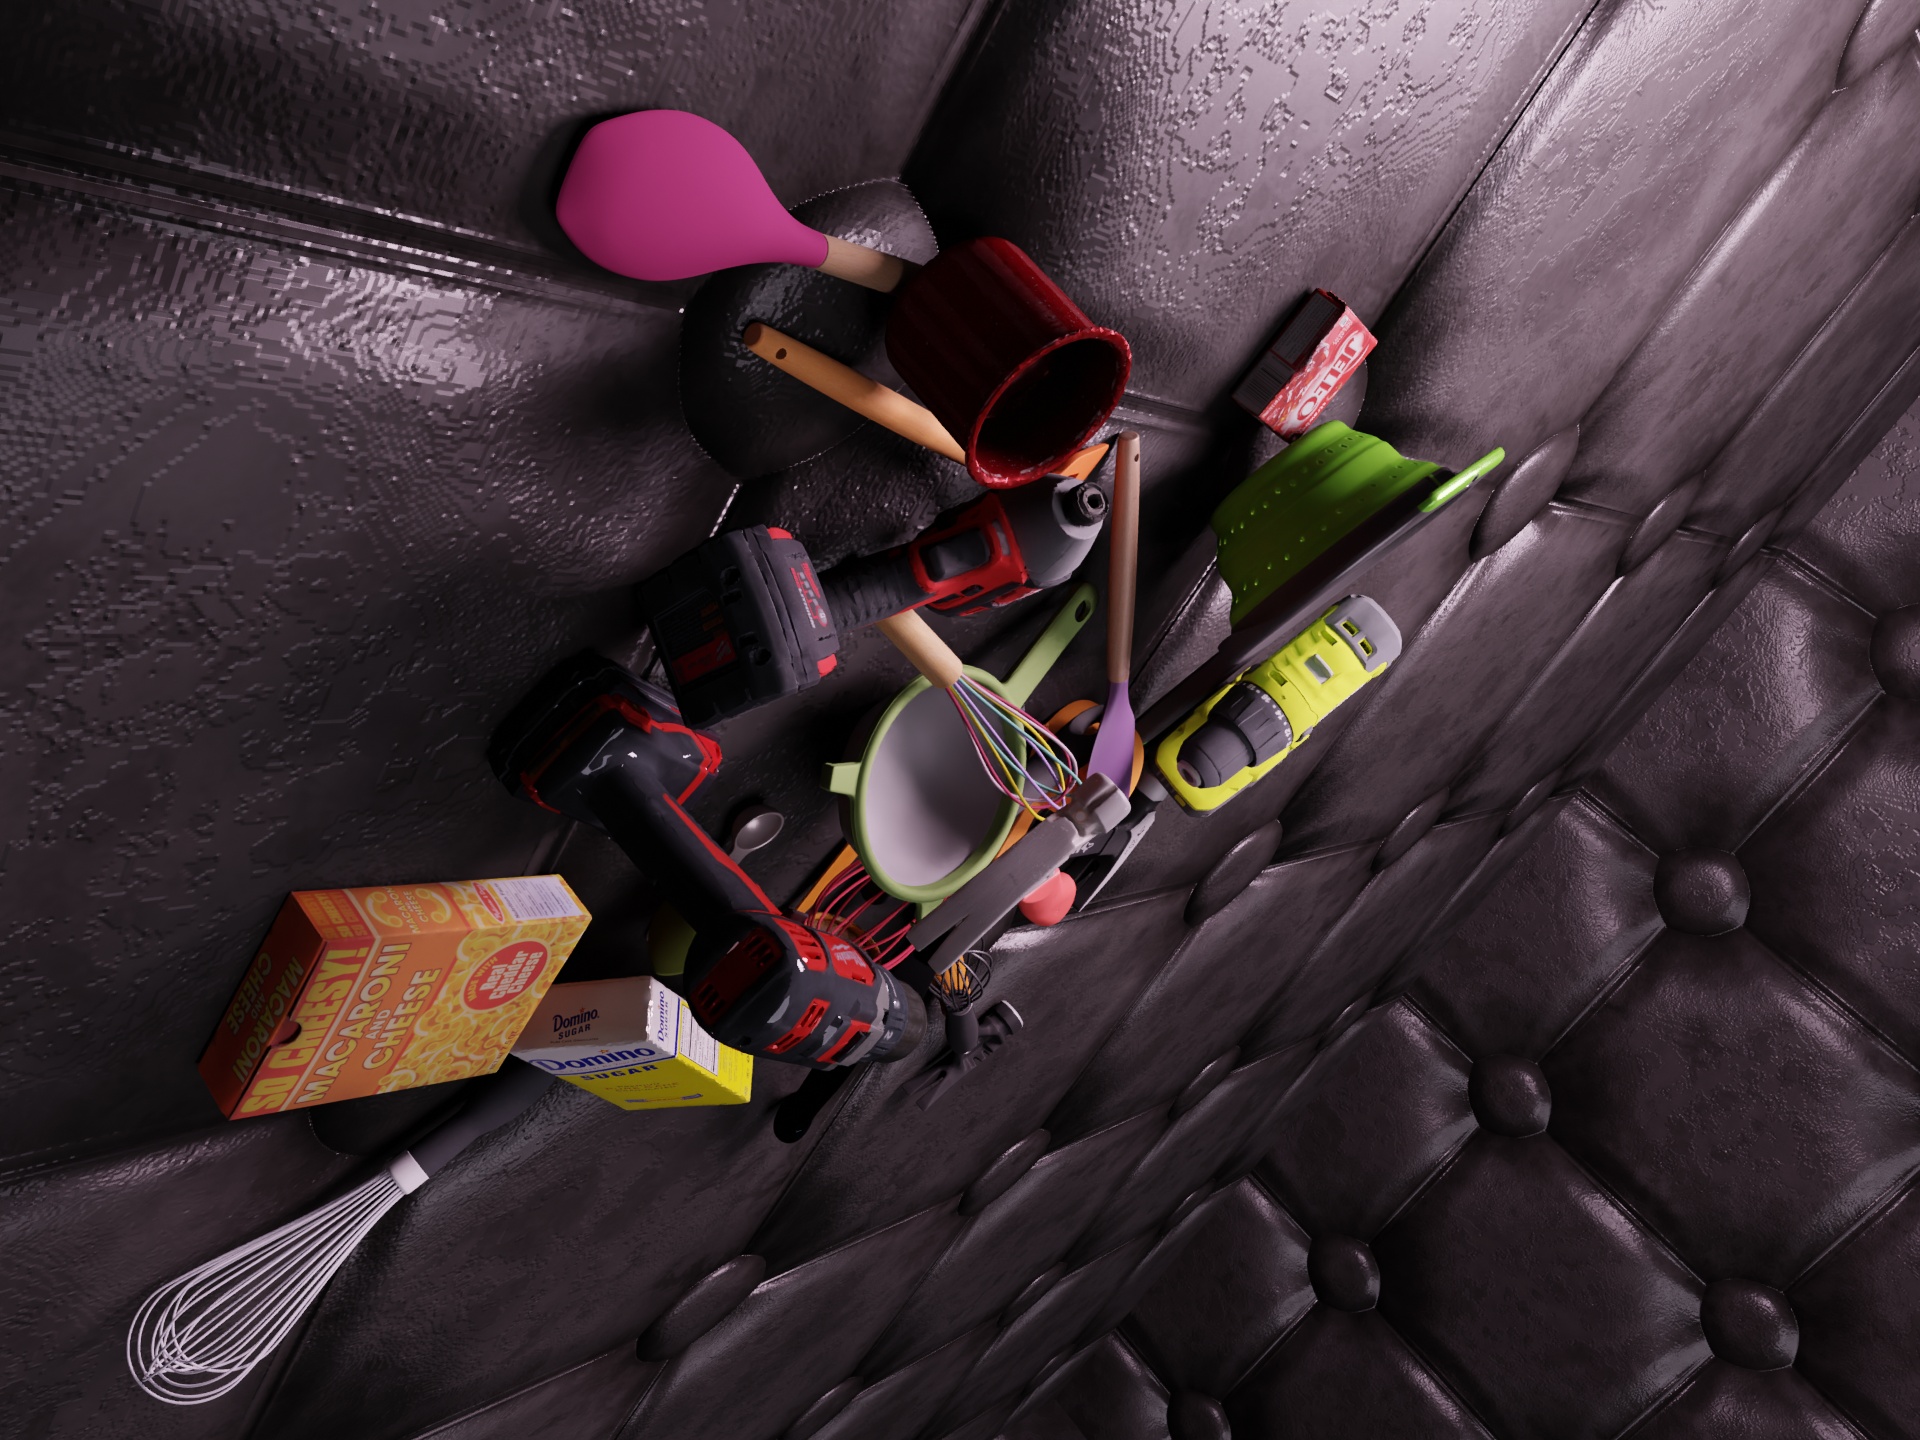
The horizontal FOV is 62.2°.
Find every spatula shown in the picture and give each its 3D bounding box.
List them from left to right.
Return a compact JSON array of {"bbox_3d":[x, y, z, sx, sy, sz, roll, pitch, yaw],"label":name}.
[{"bbox_3d":[-0.009,-0.150,0.839,0.081,0.041,0.322,-51,148,15],"label":"spatula"},{"bbox_3d":[0.105,-0.049,1.063,0.060,0.018,0.315,-37,140,-37],"label":"spatula"}]

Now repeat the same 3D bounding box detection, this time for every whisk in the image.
[{"bbox_3d":[-0.358,0.289,0.946,0.284,0.070,0.070,-38,153,-23],"label":"whisk"},{"bbox_3d":[0.000,0.226,1.286,0.055,0.055,0.238,-36,156,-17],"label":"whisk"},{"bbox_3d":[0.004,-0.012,0.944,0.047,0.051,0.244,-55,132,-13],"label":"whisk"},{"bbox_3d":[0.007,0.077,1.083,0.296,0.073,0.073,-39,153,-26],"label":"whisk"}]

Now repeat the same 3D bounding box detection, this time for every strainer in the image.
[{"bbox_3d":[-0.002,-0.003,1.023,0.256,0.069,0.151,-51,133,-26],"label":"strainer"}]

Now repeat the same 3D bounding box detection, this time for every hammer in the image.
[{"bbox_3d":[-0.079,0.241,1.206,0.330,0.033,0.128,-57,-177,47],"label":"hammer"},{"bbox_3d":[-0.013,0.237,1.366,0.127,0.034,0.336,-38,152,-15],"label":"hammer"},{"bbox_3d":[0.041,0.108,1.258,0.334,0.035,0.146,-6,133,-51],"label":"hammer"},{"bbox_3d":[0.045,0.119,1.079,0.149,0.037,0.359,-40,169,-4],"label":"hammer"}]

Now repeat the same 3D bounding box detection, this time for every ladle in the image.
[{"bbox_3d":[-0.158,0.190,1.062,0.078,0.062,0.320,-28,154,-18],"label":"ladle"}]

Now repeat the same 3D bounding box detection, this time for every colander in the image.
[{"bbox_3d":[0.198,-0.096,1.129,0.204,0.094,0.397,-32,172,-40],"label":"colander"}]

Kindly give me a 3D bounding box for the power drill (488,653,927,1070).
[{"bbox_3d":[-0.113,0.083,0.794,0.080,0.227,0.187,-46,153,3],"label":"power drill"}]

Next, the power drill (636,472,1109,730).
[{"bbox_3d":[-0.034,-0.070,0.787,0.219,0.078,0.143,-21,-178,-33],"label":"power drill"}]

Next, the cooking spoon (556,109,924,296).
[{"bbox_3d":[-0.047,-0.204,0.710,0.318,0.017,0.068,-2,129,-53],"label":"cooking spoon"}]

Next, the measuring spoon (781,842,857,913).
[{"bbox_3d":[-0.090,0.102,1.097,0.117,0.011,0.021,-50,153,2],"label":"measuring spoon"}]

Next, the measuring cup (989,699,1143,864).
[{"bbox_3d":[0.074,0.070,1.182,0.173,0.052,0.095,-58,144,-6],"label":"measuring cup"}]

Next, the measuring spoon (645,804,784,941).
[{"bbox_3d":[-0.158,0.093,0.989,0.124,0.018,0.034,-45,151,16],"label":"measuring spoon"}]

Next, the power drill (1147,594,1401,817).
[{"bbox_3d":[0.223,0.004,1.230,0.190,0.080,0.228,-37,173,-15],"label":"power drill"}]
